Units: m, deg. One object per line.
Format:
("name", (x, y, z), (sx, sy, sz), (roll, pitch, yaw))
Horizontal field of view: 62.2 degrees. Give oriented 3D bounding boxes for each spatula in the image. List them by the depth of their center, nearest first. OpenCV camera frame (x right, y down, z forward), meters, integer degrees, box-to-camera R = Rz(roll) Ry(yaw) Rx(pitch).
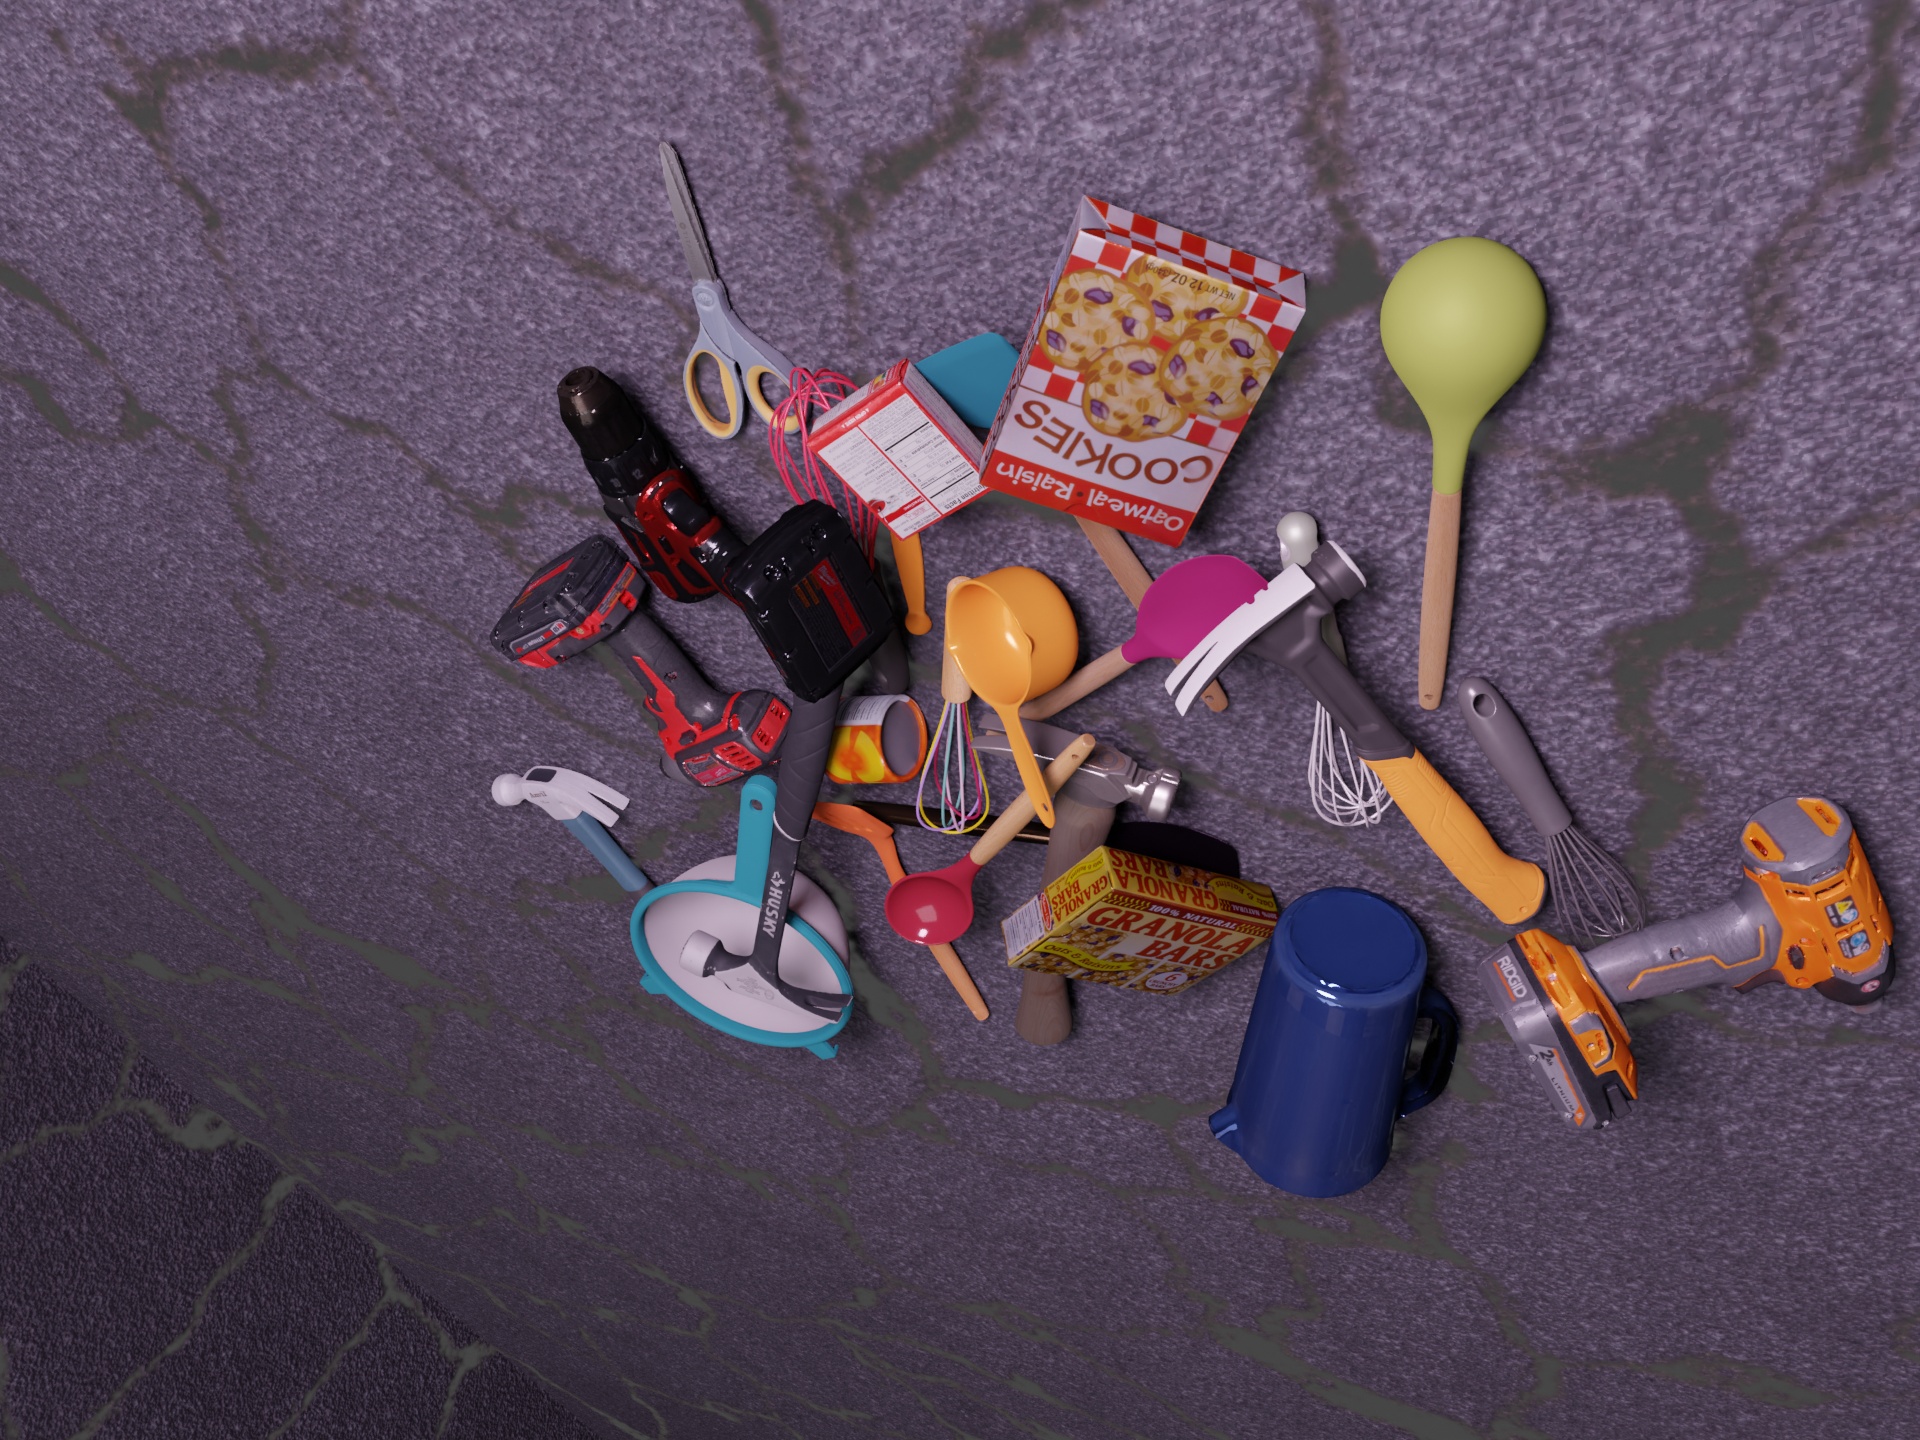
("spatula", (0.081, -0.111, 0.974), (0.082, 0.044, 0.317), (-17, 125, 36))
("spatula", (0.058, 0.085, 1.227), (0.316, 0.018, 0.059), (6, 138, 23))
("spatula", (-0.045, 0.163, 1.357), (0.081, 0.041, 0.322), (4, 137, 36))

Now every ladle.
("ladle", (0.266, -0.118, 0.868), (0.078, 0.062, 0.319), (6, 144, 17))
("ladle", (0.022, 0.088, 1.156), (0.069, 0.031, 0.315), (29, 142, -8))

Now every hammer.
("hammer", (0.266, 0.036, 0.979), (0.127, 0.034, 0.336), (-40, 123, 13))
("hammer", (-0.128, 0.095, 1.213), (0.149, 0.036, 0.408), (24, 135, 7))
("hammer", (0.068, 0.144, 1.248), (0.146, 0.038, 0.410), (18, 143, 10))
("hammer", (-0.302, 0.165, 1.518), (0.128, 0.033, 0.330), (-7, 130, 38))

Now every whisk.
("whisk", (0.230, -0.025, 0.986), (0.059, 0.058, 0.246), (-21, 126, 2))
("whisk", (0.369, 0.065, 0.999), (0.055, 0.055, 0.238), (-17, 119, 42))
("whisk", (-0.068, -0.114, 1.049), (0.073, 0.073, 0.295), (12, 145, 19))
("whisk", (0.000, -0.004, 1.144), (0.047, 0.051, 0.244), (24, 137, 21))

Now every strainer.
("strainer", (-0.170, 0.145, 1.376), (0.211, 0.095, 0.340), (19, 134, 7))

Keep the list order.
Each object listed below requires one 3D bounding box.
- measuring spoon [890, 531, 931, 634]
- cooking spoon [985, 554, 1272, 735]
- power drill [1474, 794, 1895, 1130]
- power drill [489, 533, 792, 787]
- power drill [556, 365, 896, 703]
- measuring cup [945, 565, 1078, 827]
("measuring spoon", (-0.036, -0.100, 1.079), (0.021, 0.011, 0.116), (12, 139, 19))
("cooking spoon", (0.097, -0.036, 1.037), (0.068, 0.017, 0.319), (39, 148, -12))
("power drill", (0.452, 0.159, 0.972), (0.226, 0.084, 0.164), (-31, 118, 14))
("power drill", (-0.245, -0.031, 1.234), (0.143, 0.079, 0.219), (-20, 124, 44))
("power drill", (-0.160, -0.124, 1.015), (0.227, 0.080, 0.187), (32, 159, 39))
("measuring cup", (0.049, -0.018, 1.043), (0.095, 0.052, 0.173), (1, 113, 57))
